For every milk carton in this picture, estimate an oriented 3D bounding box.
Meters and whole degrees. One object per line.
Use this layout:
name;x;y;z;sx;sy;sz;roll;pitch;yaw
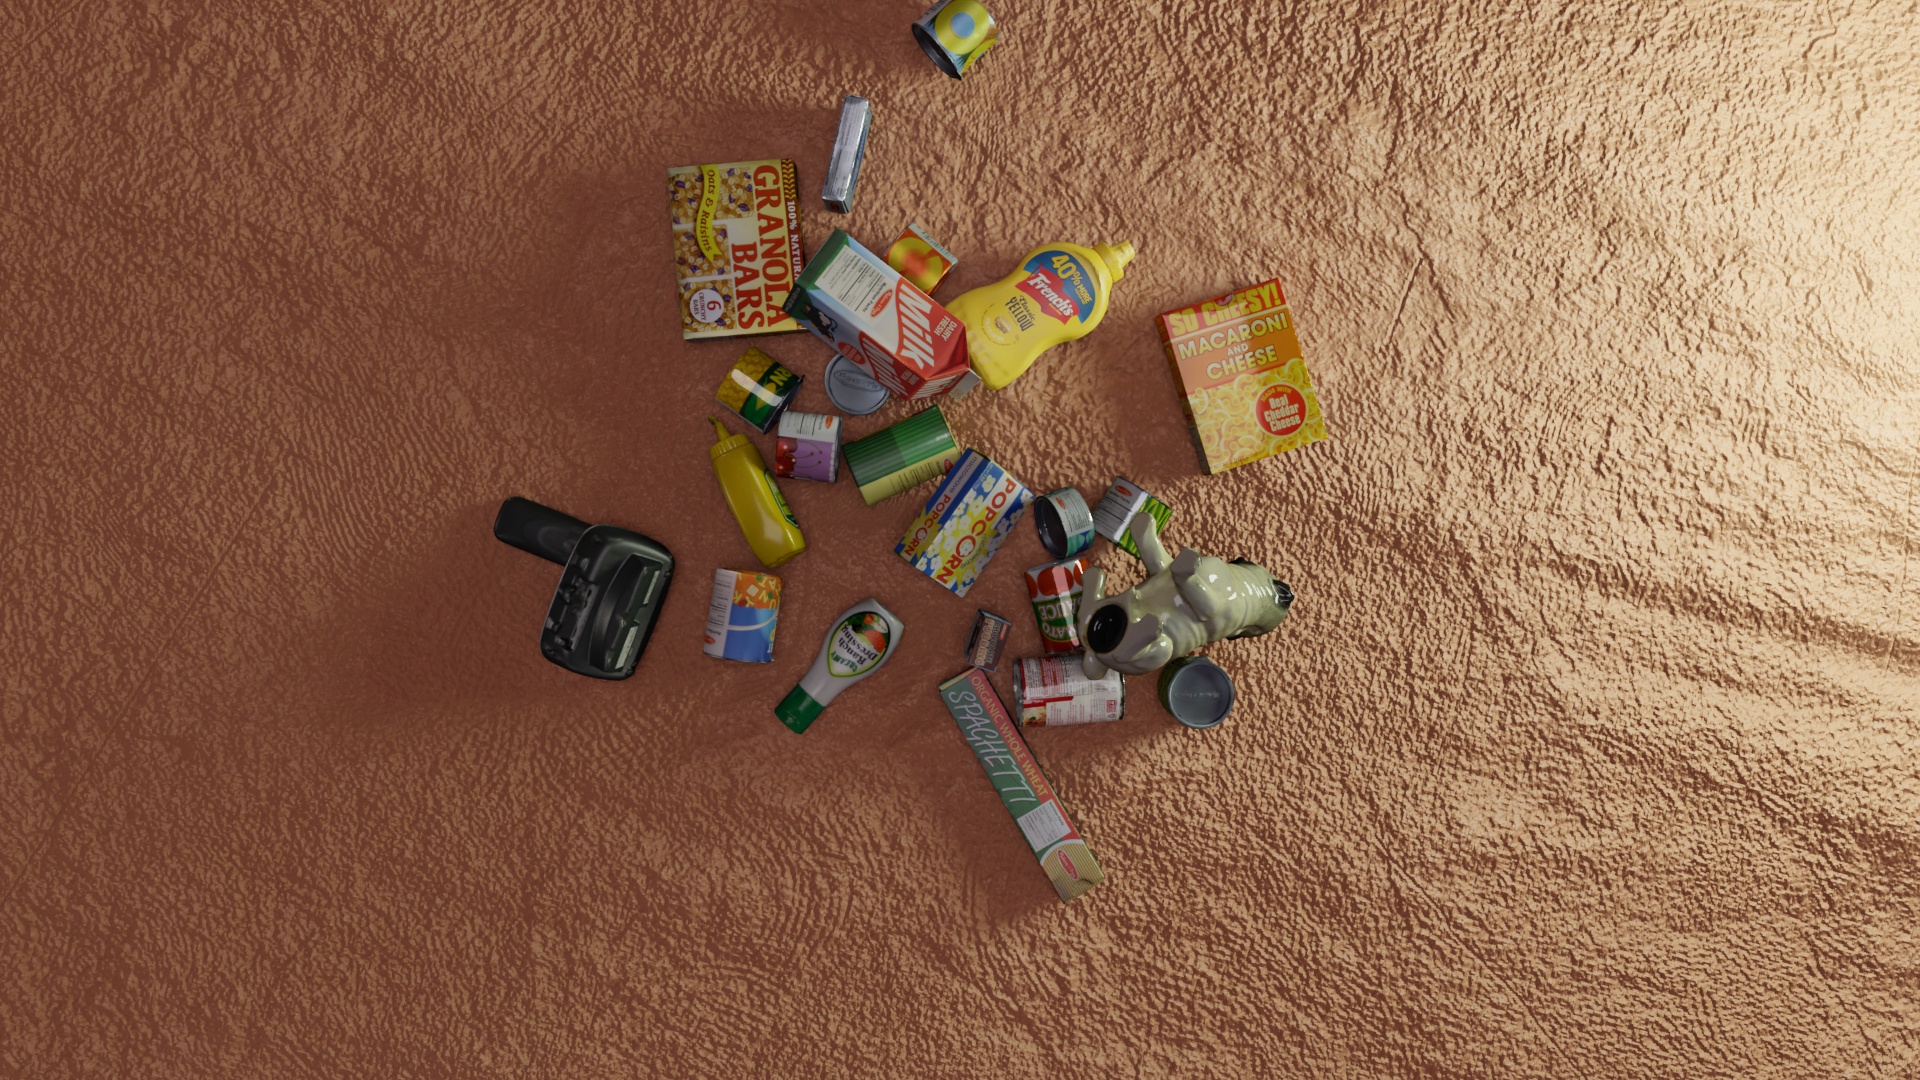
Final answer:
milk carton;-0.067;-0.199;1.311;0.190;0.072;0.074;36;70;-7

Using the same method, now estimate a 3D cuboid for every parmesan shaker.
parmesan shaker;-0.057;-0.084;1.343;0.103;0.071;0.071;-23;92;-1

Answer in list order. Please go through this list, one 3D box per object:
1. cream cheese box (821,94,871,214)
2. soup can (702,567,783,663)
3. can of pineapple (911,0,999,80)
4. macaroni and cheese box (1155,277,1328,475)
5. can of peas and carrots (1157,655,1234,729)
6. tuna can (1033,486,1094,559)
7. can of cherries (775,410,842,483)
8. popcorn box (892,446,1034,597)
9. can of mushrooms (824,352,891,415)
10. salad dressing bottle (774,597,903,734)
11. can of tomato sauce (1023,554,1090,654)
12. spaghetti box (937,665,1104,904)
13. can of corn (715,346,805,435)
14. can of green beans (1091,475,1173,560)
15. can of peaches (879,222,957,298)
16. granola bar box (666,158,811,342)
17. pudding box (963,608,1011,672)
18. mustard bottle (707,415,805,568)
cream cheese box;-0.110;-0.373;1.344;0.024;0.053;0.103;13;90;-1
soup can;-0.207;0.072;1.344;0.071;0.071;0.083;9;91;-2
can of pineapple;-0.003;-0.489;1.340;0.058;0.071;0.071;-43;92;-1
macaroni and cheese box;0.277;-0.161;1.369;0.124;0.040;0.166;-18;92;-3
can of peas and carrots;0.230;0.146;1.364;0.071;0.059;0.071;0;91;-2
tuna can;0.100;-0.016;1.351;0.033;0.071;0.071;-20;92;-18
can of cherries;-0.146;-0.088;1.343;0.058;0.071;0.071;5;91;-2
popcorn box;0.005;-0.017;1.340;0.038;0.085;0.126;36;90;41
can of mushrooms;-0.098;-0.157;1.358;0.071;0.033;0.071;0;91;-1
salad dressing bottle;-0.120;0.124;1.357;0.064;0.044;0.147;42;90;-1
can of tomato sauce;0.103;0.062;1.352;0.071;0.071;0.083;-16;91;-2
spaghetti box;0.060;0.238;1.374;0.050;0.028;0.250;-30;92;-1
can of corn;-0.193;-0.147;1.338;0.058;0.071;0.071;35;90;-2
can of green beans;0.165;-0.022;1.355;0.071;0.071;0.058;33;91;-3
can of peaches;-0.046;-0.261;1.343;0.058;0.071;0.071;38;90;-3
granola bar box;-0.213;-0.280;1.349;0.124;0.039;0.165;-6;91;-2
pudding box;0.025;0.096;1.342;0.030;0.084;0.049;20;90;-3
mustard bottle;-0.204;-0.052;1.342;0.049;0.065;0.160;-27;88;3
